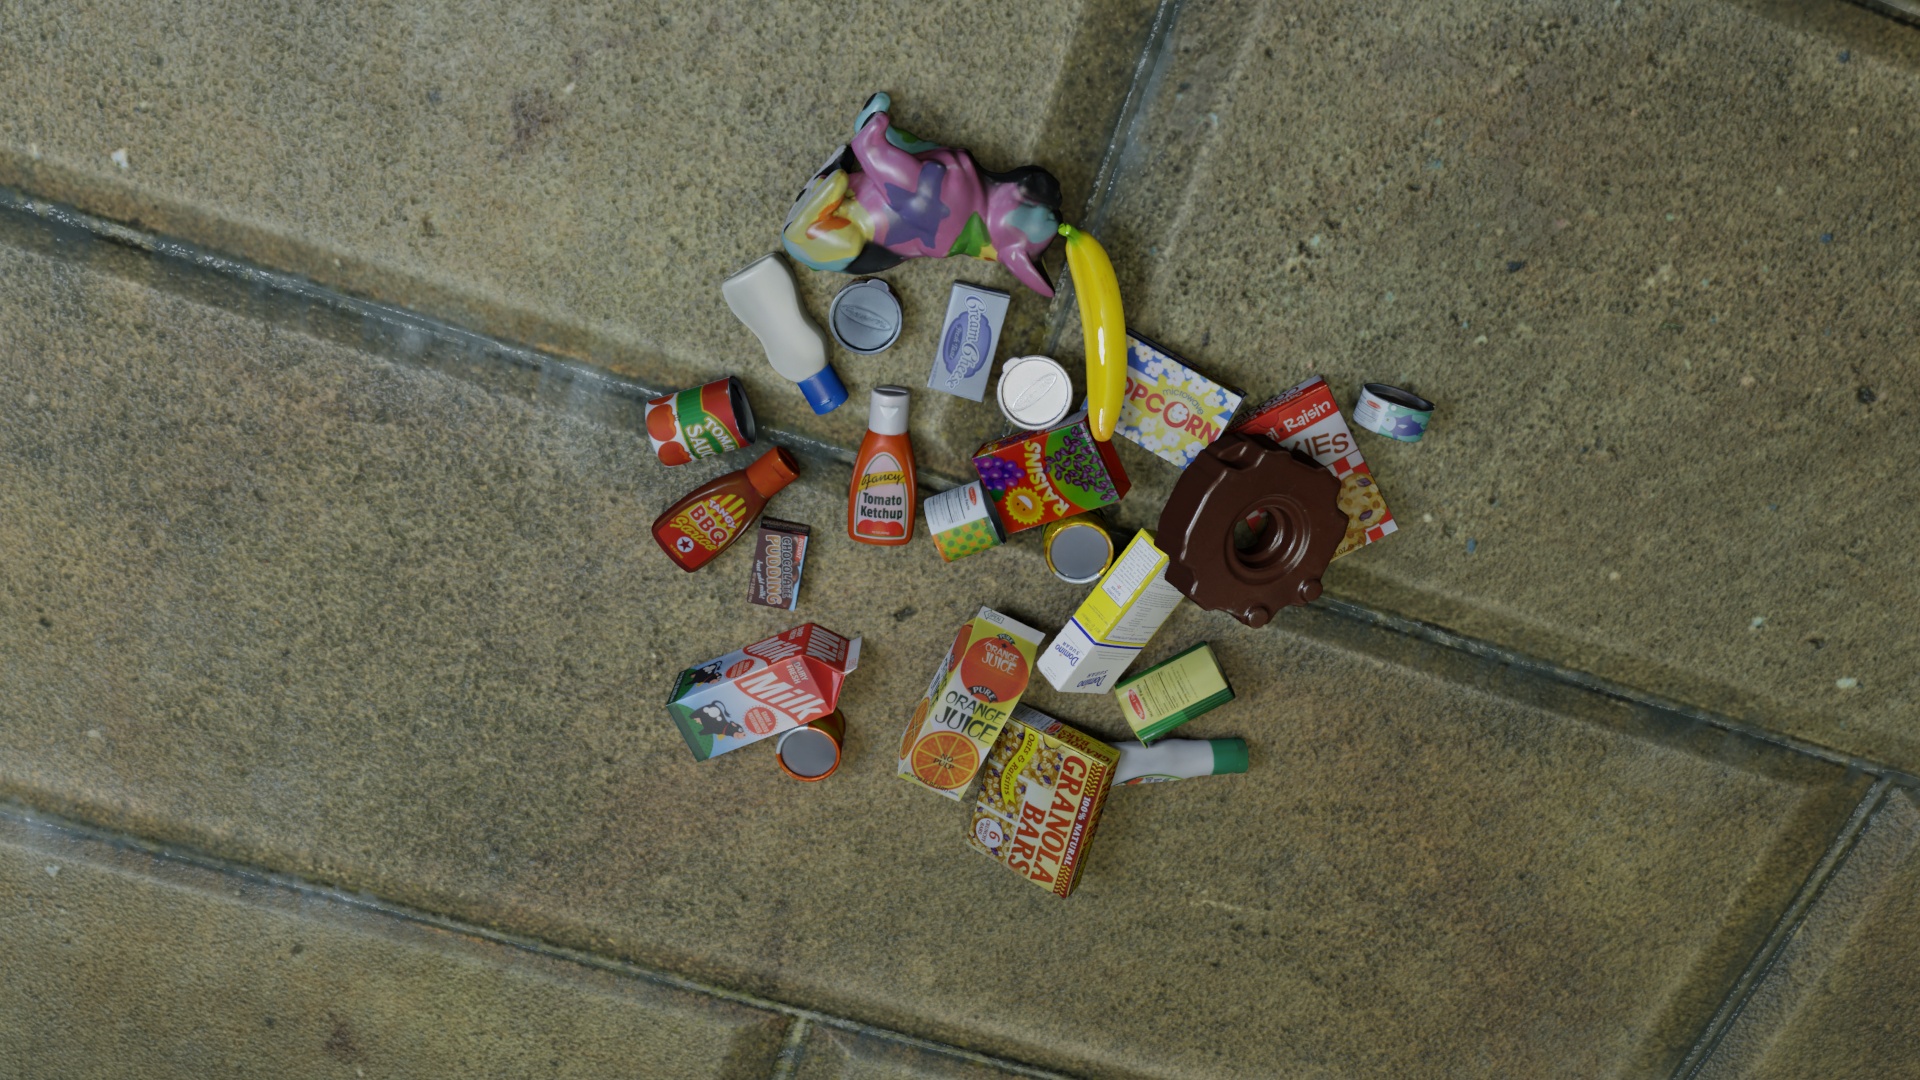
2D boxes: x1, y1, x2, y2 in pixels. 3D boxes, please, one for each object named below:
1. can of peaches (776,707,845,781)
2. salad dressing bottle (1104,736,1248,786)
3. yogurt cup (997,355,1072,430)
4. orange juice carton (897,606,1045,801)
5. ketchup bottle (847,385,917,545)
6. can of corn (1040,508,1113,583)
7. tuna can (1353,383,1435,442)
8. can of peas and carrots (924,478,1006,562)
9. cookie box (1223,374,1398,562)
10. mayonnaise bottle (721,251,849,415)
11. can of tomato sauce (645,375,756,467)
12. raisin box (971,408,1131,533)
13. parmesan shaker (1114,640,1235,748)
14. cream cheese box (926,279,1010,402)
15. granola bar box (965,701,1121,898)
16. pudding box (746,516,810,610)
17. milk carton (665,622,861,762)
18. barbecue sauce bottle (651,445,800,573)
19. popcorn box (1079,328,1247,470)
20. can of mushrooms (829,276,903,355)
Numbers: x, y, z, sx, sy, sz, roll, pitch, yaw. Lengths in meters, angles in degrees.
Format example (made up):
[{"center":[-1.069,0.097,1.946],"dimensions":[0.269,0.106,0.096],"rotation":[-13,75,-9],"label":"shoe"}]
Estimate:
[{"center":[-0.150,0.205,1.414],"dimensions":[0.071,0.058,0.071],"rotation":[0,112,0],"label":"can of peaches"},{"center":[0.220,0.225,1.426],"dimensions":[0.148,0.064,0.044],"rotation":[-3,76,-6],"label":"salad dressing bottle"},{"center":[0.069,-0.138,1.269],"dimensions":[0.072,0.054,0.072],"rotation":[1,105,4],"label":"yogurt cup"},{"center":[0.010,0.156,1.386],"dimensions":[0.072,0.073,0.192],"rotation":[25,110,-10],"label":"orange juice carton"},{"center":[-0.071,-0.070,1.308],"dimensions":[0.065,0.044,0.148],"rotation":[5,112,-2],"label":"ketchup bottle"},{"center":[0.111,-0.002,1.328],"dimensions":[0.071,0.058,0.071],"rotation":[0,113,0],"label":"can of corn"},{"center":[0.400,-0.117,1.277],"dimensions":[0.071,0.071,0.032],"rotation":[13,113,-6],"label":"tuna can"},{"center":[0.005,-0.017,1.319],"dimensions":[0.059,0.071,0.070],"rotation":[-19,112,9],"label":"can of peas and carrots"},{"center":[0.322,-0.056,1.316],"dimensions":[0.123,0.040,0.167],"rotation":[-28,110,11],"label":"cookie box"},{"center":[-0.154,-0.184,1.262],"dimensions":[0.064,0.041,0.147],"rotation":[-26,111,12],"label":"mayonnaise bottle"},{"center":[-0.238,-0.107,1.278],"dimensions":[0.083,0.071,0.071],"rotation":[-15,112,7],"label":"can of tomato sauce"},{"center":[0.084,-0.064,1.289],"dimensions":[0.123,0.040,0.086],"rotation":[-17,109,30],"label":"raisin box"},{"center":[0.216,0.154,1.388],"dimensions":[0.103,0.071,0.071],"rotation":[-28,110,11],"label":"parmesan shaker"},{"center":[0.007,-0.183,1.271],"dimensions":[0.053,0.024,0.103],"rotation":[13,112,-6],"label":"cream cheese box"},{"center":[0.082,0.266,1.420],"dimensions":[0.124,0.039,0.164],"rotation":[24,114,23],"label":"granola bar box"},{"center":[-0.177,0.023,1.354],"dimensions":[0.050,0.030,0.083],"rotation":[11,112,-6],"label":"pudding box"},{"center":[-0.187,0.144,1.381],"dimensions":[0.190,0.072,0.073],"rotation":[-21,111,8],"label":"milk carton"},{"center":[-0.220,-0.034,1.323],"dimensions":[0.148,0.044,0.064],"rotation":[-36,108,13],"label":"barbecue sauce bottle"},{"center":[0.184,-0.127,1.267],"dimensions":[0.127,0.038,0.085],"rotation":[31,109,8],"label":"popcorn box"},{"center":[-0.083,-0.206,1.256],"dimensions":[0.071,0.033,0.070],"rotation":[0,113,1],"label":"can of mushrooms"}]
